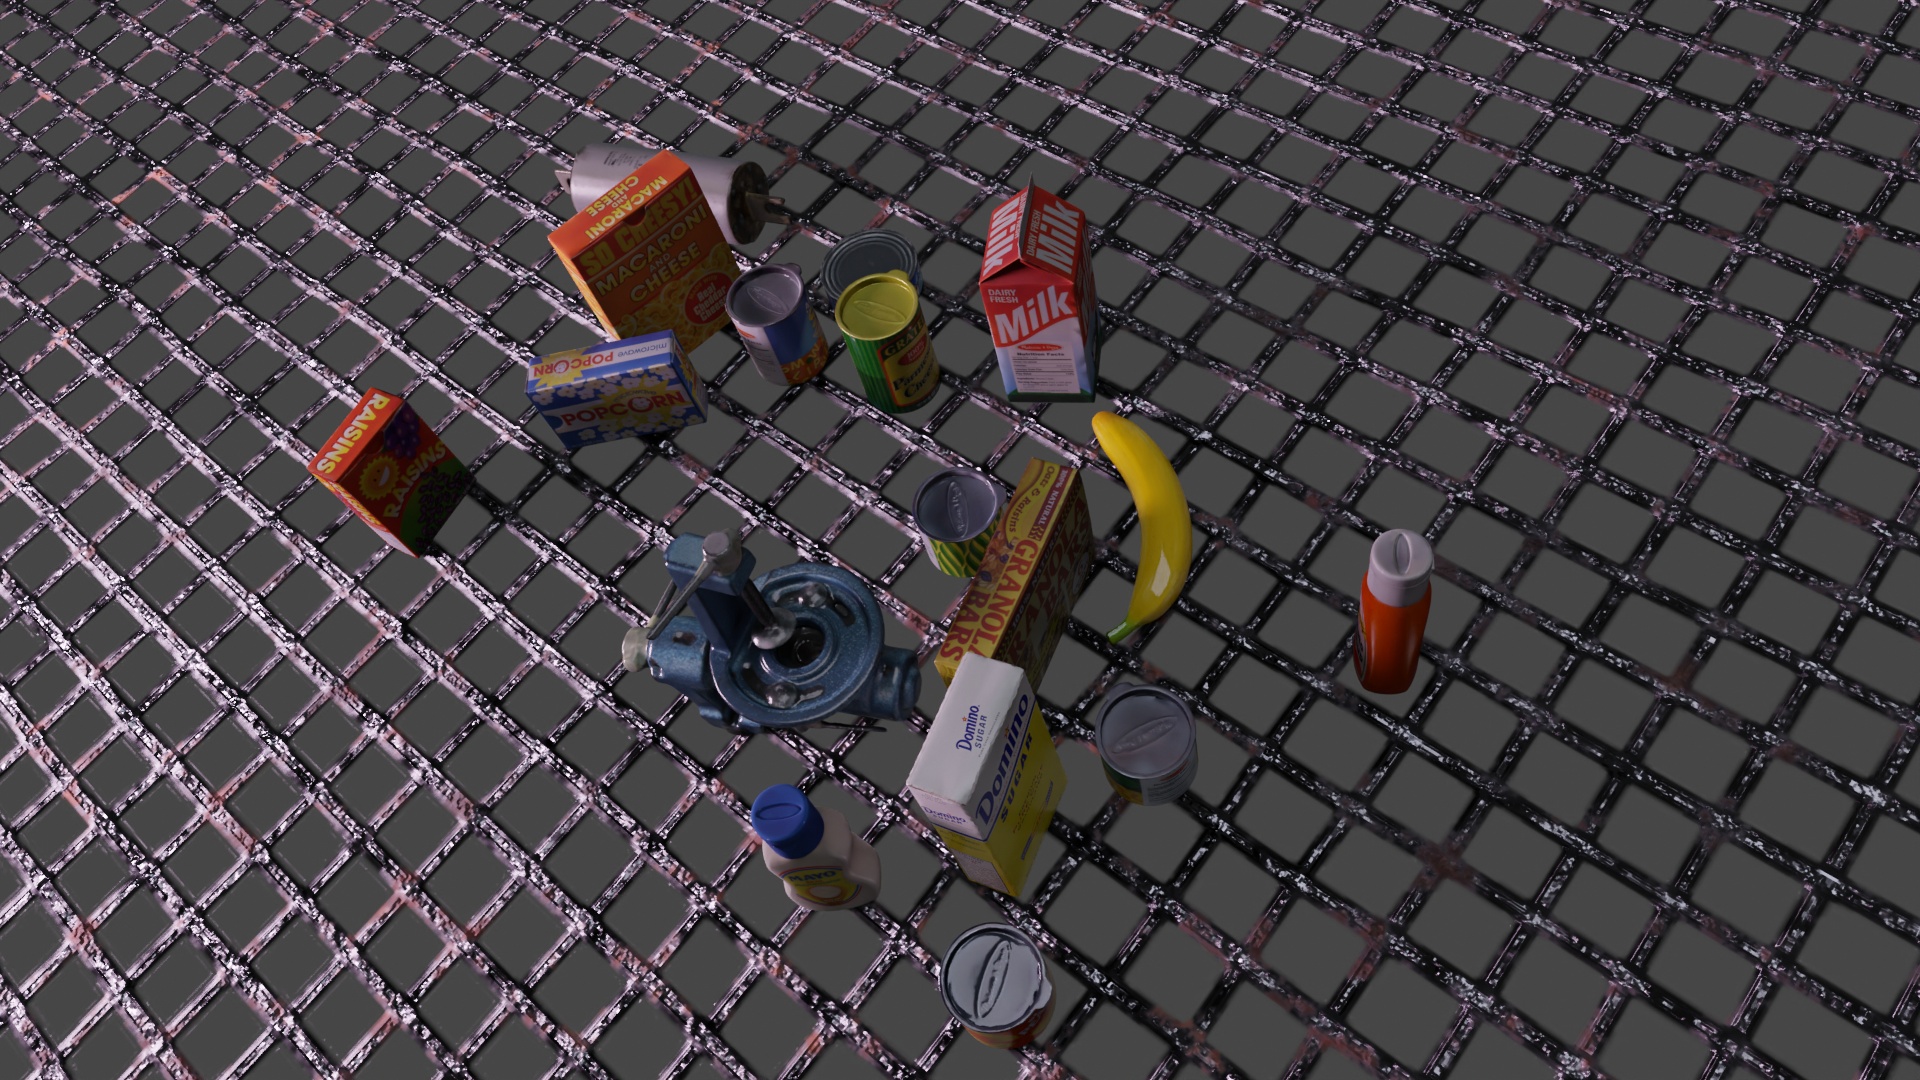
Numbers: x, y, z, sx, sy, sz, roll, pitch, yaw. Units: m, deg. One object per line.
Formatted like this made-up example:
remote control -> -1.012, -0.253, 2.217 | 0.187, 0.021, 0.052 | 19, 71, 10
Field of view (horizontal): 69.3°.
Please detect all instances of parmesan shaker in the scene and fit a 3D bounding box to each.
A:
parmesan shaker -> -0.054, -0.158, 1.118 | 0.071, 0.102, 0.071 | -5, 59, 9

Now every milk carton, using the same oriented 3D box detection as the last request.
milk carton -> 0.062, -0.188, 1.060 | 0.073, 0.189, 0.072 | 2, 61, 13

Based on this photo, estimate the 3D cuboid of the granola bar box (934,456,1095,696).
granola bar box -> 0.043, 0.044, 0.965 | 0.039, 0.123, 0.166 | 17, 65, 20

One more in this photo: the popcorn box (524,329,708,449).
popcorn box -> -0.284, -0.124, 1.156 | 0.127, 0.085, 0.038 | -11, 59, 6

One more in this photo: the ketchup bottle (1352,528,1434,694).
ketchup bottle -> 0.281, 0.044, 0.901 | 0.043, 0.148, 0.065 | 1, 60, 12

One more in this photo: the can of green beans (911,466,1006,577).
can of green beans -> 0.001, -0.013, 1.047 | 0.071, 0.057, 0.071 | -5, 59, 9

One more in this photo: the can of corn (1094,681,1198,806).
can of corn -> 0.125, 0.136, 0.933 | 0.071, 0.058, 0.071 | -5, 59, 9

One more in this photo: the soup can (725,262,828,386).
soup can -> -0.150, -0.181, 1.162 | 0.071, 0.083, 0.071 | -5, 59, 9

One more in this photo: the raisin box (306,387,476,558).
raisin box -> -0.458, -0.053, 1.127 | 0.040, 0.123, 0.086 | 21, 66, 22

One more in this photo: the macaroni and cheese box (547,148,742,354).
macaroni and cheese box -> -0.252, -0.225, 1.161 | 0.124, 0.165, 0.040 | -42, 61, -13

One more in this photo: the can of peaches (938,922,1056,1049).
can of peaches -> 0.027, 0.280, 0.868 | 0.071, 0.057, 0.071 | -5, 59, 9

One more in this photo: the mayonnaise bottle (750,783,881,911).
mayonnaise bottle -> -0.095, 0.198, 0.889 | 0.065, 0.147, 0.041 | -9, 59, 7
